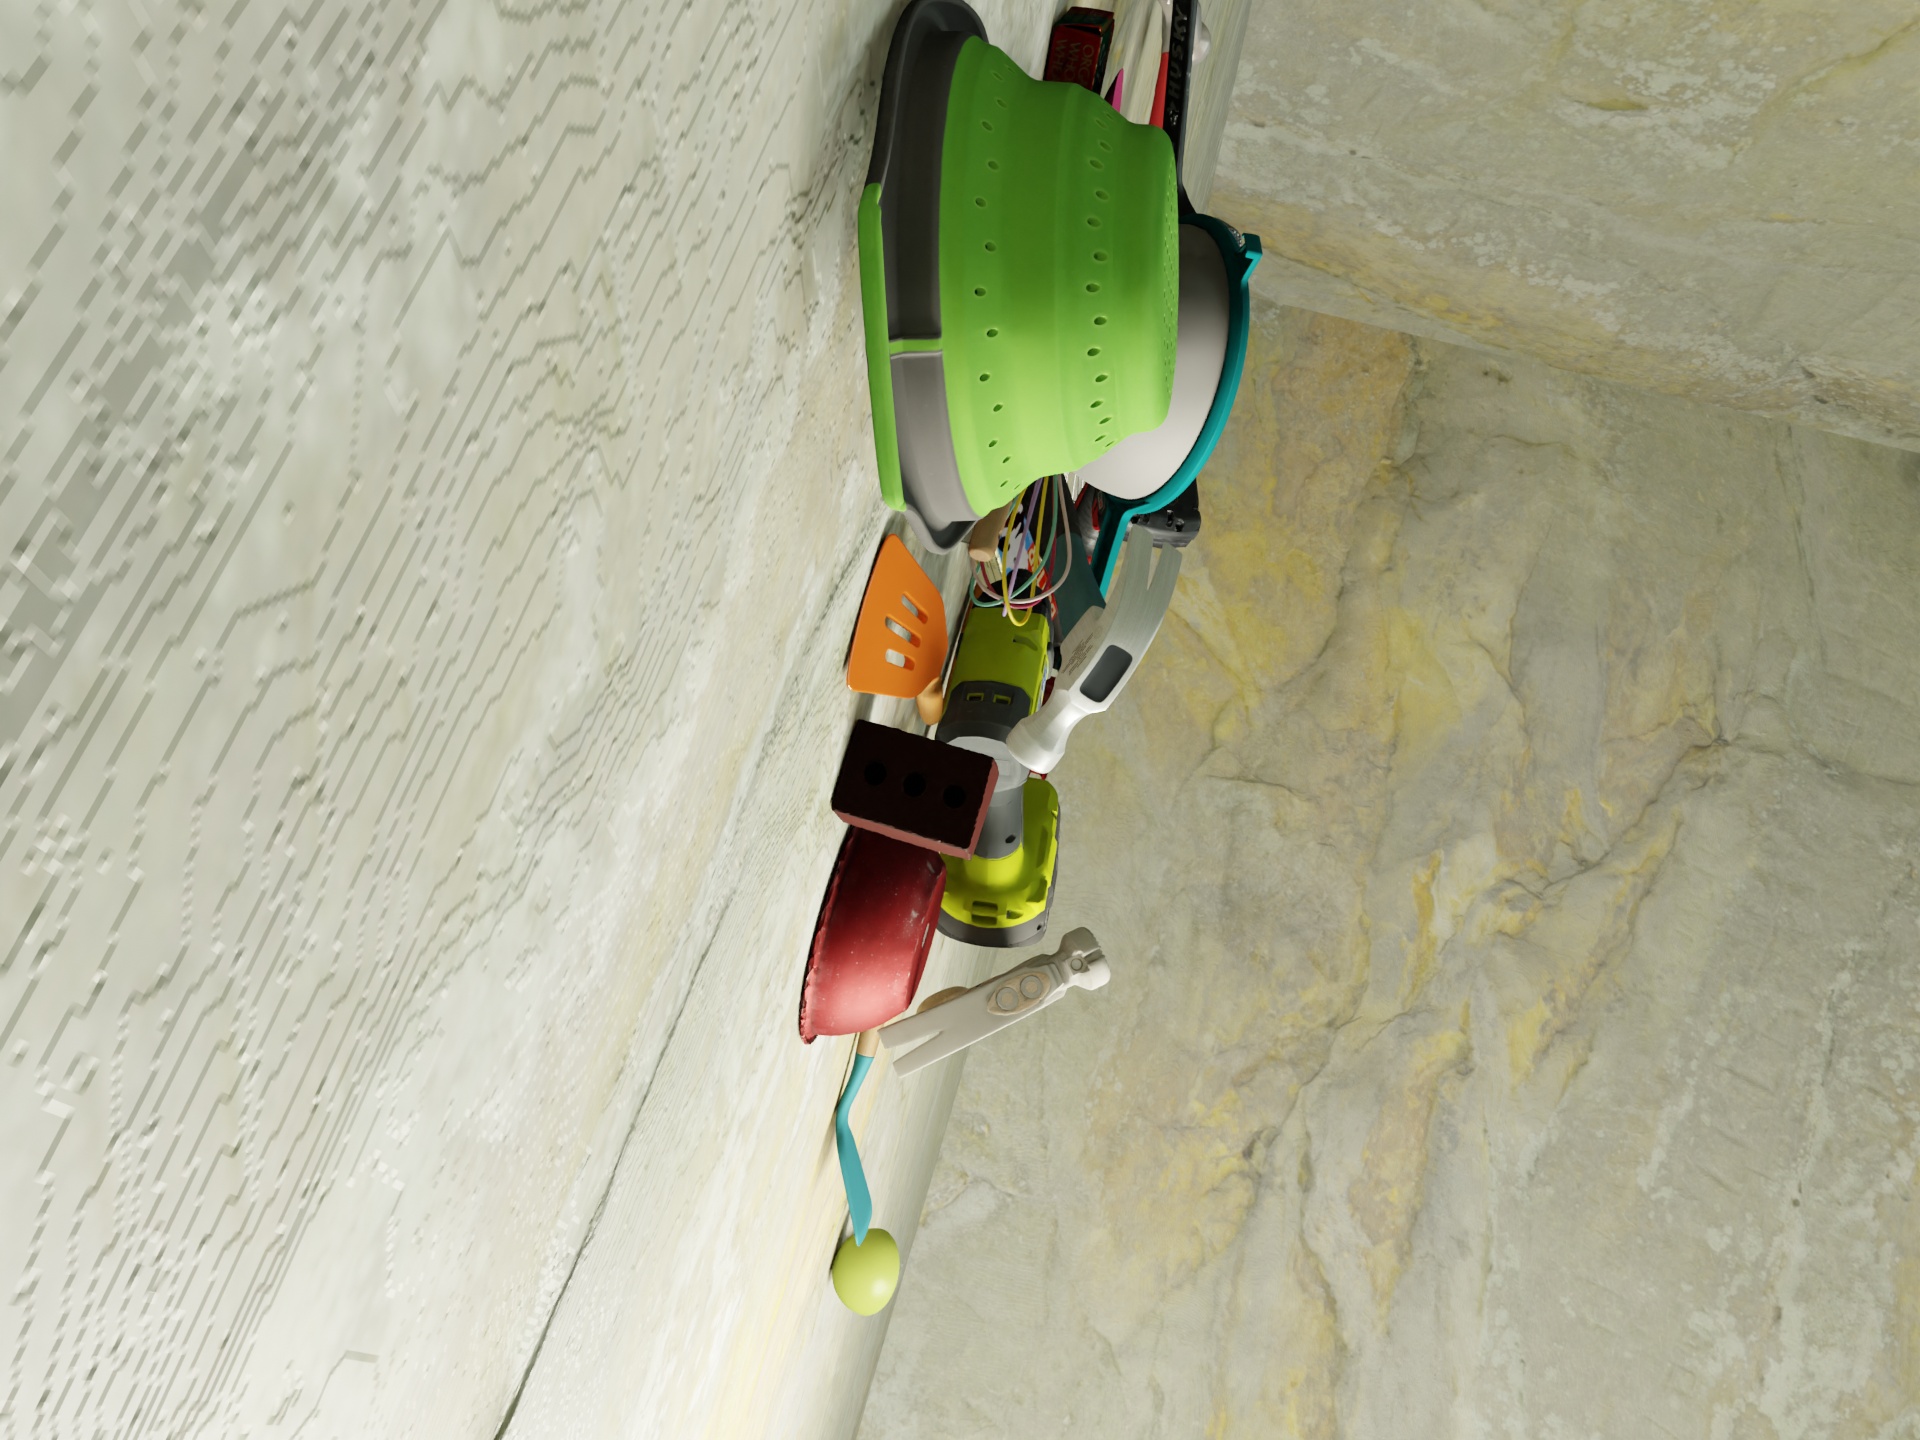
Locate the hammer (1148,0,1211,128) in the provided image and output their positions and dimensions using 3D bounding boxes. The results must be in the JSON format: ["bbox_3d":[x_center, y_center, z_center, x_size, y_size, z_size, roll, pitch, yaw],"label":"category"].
[{"bbox_3d":[0.147,-0.394,1.308,0.143,0.038,0.386,-21,121,-72],"label":"hammer"}]

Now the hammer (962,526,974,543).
[{"bbox_3d":[0.005,-0.164,0.840,0.331,0.031,0.130,-23,128,-82],"label":"hammer"}]

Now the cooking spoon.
[{"bbox_3d":[0.051,-0.227,0.869,0.068,0.017,0.319,86,18,-68],"label":"cooking spoon"}]

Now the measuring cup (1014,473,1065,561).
[{"bbox_3d":[0.050,-0.138,1.288,0.083,0.038,0.167,-69,174,-46],"label":"measuring cup"}]

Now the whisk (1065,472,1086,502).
[{"bbox_3d":[0.116,-0.299,1.433,0.070,0.070,0.284,-68,165,-49],"label":"whisk"}]

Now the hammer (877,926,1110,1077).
[{"bbox_3d":[-0.004,0.212,1.156,0.038,0.146,0.410,65,-12,8],"label":"hammer"}]

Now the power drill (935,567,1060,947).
[{"bbox_3d":[0.027,0.026,1.029,0.171,0.080,0.223,-76,170,-45],"label":"power drill"}]

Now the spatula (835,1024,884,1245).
[{"bbox_3d":[-0.055,0.229,1.199,0.082,0.044,0.317,-3,107,-85],"label":"spatula"}]

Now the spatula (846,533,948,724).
[{"bbox_3d":[-0.028,-0.028,0.927,0.322,0.041,0.081,91,14,-82],"label":"spatula"}]

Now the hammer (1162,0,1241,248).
[{"bbox_3d":[0.151,-0.518,1.064,0.149,0.036,0.408,48,-30,41],"label":"hammer"}]

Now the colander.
[{"bbox_3d":[0.047,-0.202,0.672,0.397,0.094,0.204,-70,159,-61],"label":"colander"}]

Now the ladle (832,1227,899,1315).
[{"bbox_3d":[-0.088,0.538,1.600,0.320,0.062,0.078,89,17,-77],"label":"ladle"}]

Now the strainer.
[{"bbox_3d":[0.090,-0.197,1.129,0.211,0.095,0.340,-135,-123,-62],"label":"strainer"}]

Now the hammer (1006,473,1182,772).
[{"bbox_3d":[0.058,-0.105,0.947,0.128,0.033,0.331,-52,-157,23],"label":"hammer"}]

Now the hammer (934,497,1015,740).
[{"bbox_3d":[-0.002,-0.004,1.154,0.127,0.034,0.337,79,27,-75],"label":"hammer"}]

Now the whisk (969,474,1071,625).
[{"bbox_3d":[0.048,-0.144,0.924,0.051,0.047,0.245,-27,-147,38],"label":"whisk"}]

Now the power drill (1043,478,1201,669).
[{"bbox_3d":[0.110,-0.144,1.308,0.219,0.078,0.143,128,-35,-56],"label":"power drill"}]
